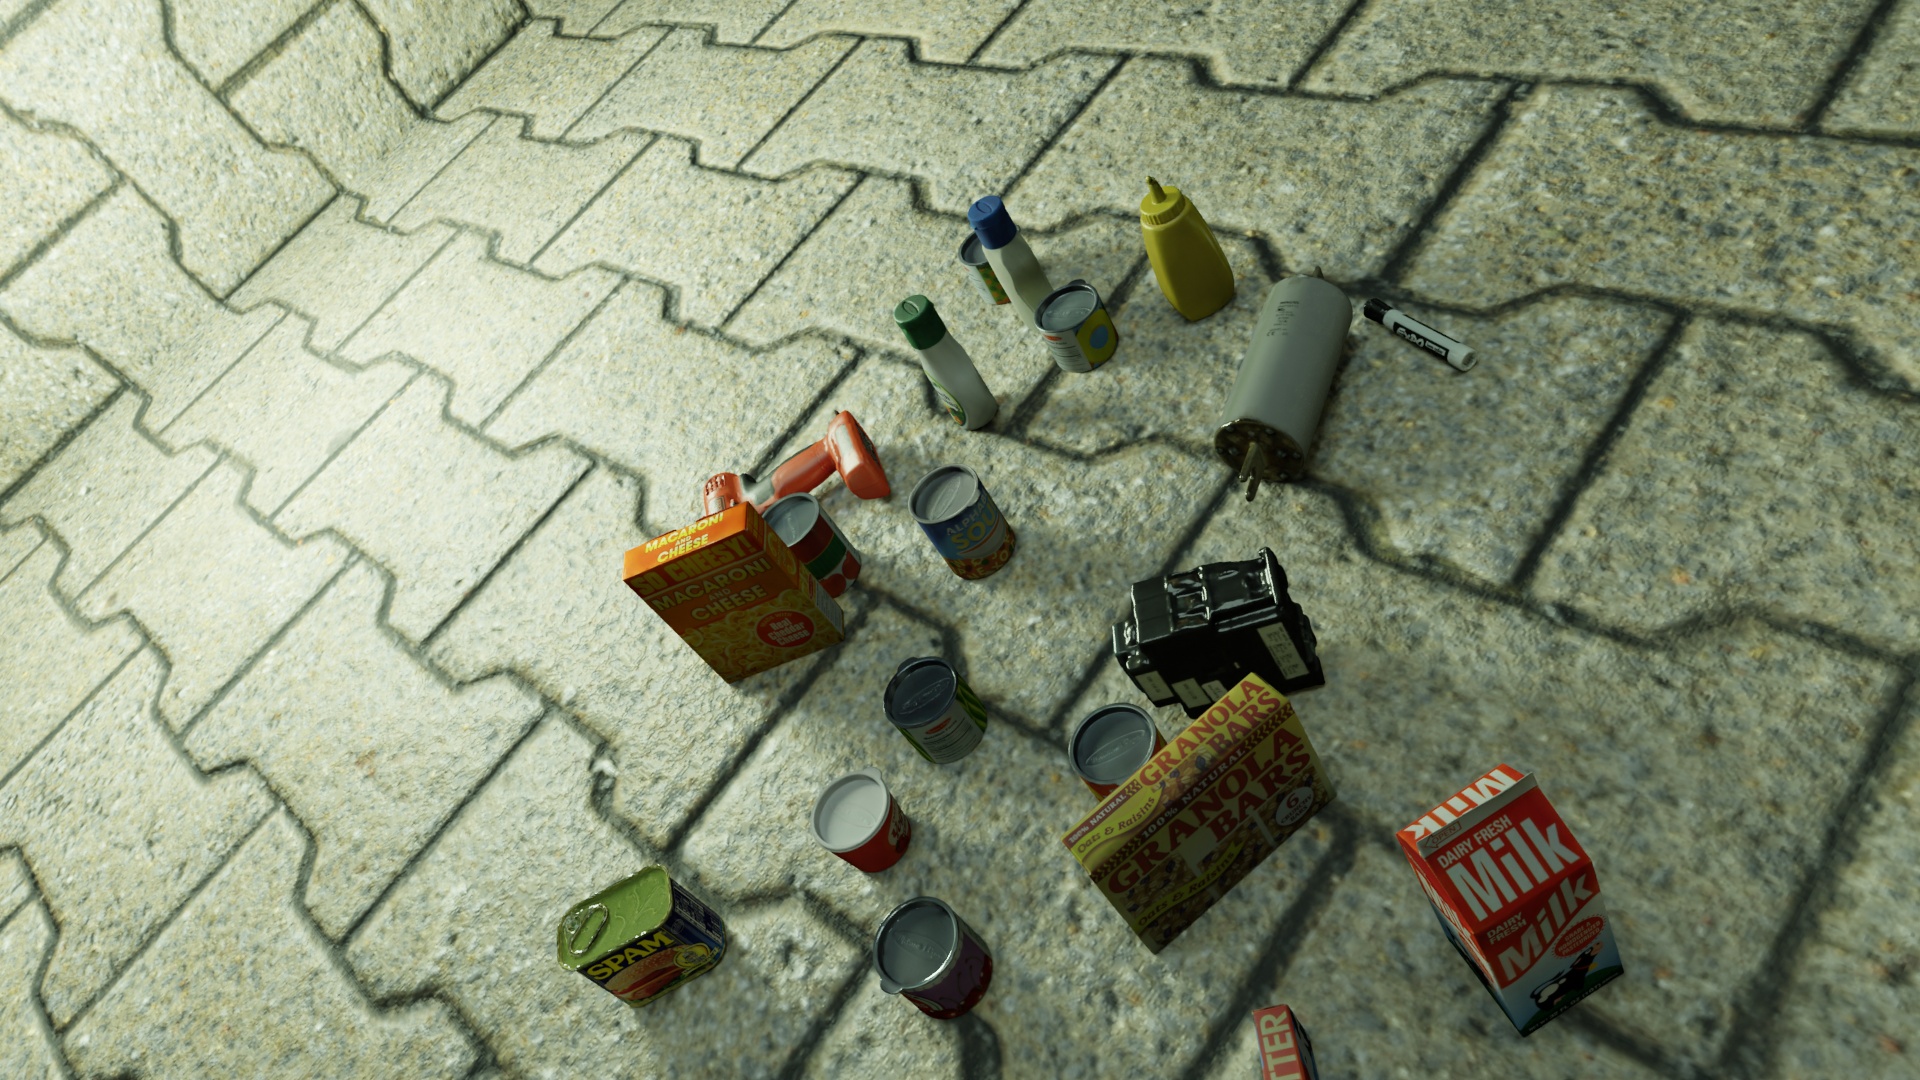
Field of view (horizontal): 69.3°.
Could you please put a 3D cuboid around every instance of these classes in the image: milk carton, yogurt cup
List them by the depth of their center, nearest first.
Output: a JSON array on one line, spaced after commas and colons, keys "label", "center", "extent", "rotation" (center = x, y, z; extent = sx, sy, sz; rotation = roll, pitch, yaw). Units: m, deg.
[{"label": "milk carton", "center": [0.299, 0.191, 0.760], "extent": [0.072, 0.190, 0.074], "rotation": [-33, 42, 2]}, {"label": "yogurt cup", "center": [-0.074, 0.219, 1.067], "extent": [0.072, 0.053, 0.073], "rotation": [-17, 45, 18]}]

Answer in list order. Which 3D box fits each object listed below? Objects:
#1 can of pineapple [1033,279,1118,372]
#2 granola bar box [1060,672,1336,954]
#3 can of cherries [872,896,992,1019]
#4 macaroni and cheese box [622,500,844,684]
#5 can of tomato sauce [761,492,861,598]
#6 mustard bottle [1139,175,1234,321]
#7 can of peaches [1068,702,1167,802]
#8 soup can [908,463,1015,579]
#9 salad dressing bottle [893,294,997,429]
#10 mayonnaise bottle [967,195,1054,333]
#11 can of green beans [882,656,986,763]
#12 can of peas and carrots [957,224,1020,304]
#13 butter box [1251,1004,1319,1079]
[{"label": "can of pineapple", "center": [0.112, -0.204, 1.329], "extent": [0.071, 0.057, 0.071], "rotation": [-17, 45, 18]}, {"label": "granola bar box", "center": [0.158, 0.179, 0.907], "extent": [0.166, 0.123, 0.039], "rotation": [-40, 43, -5]}, {"label": "can of cherries", "center": [-0.020, 0.292, 0.964], "extent": [0.071, 0.058, 0.072], "rotation": [-17, 45, 18]}, {"label": "macaroni and cheese box", "center": [-0.195, 0.048, 1.213], "extent": [0.123, 0.166, 0.040], "rotation": [-22, 44, 14]}, {"label": "can of tomato sauce", "center": [-0.140, 0.008, 1.276], "extent": [0.071, 0.082, 0.071], "rotation": [-17, 45, 18]}, {"label": "mustard bottle", "center": [0.199, -0.273, 1.261], "extent": [0.065, 0.159, 0.049], "rotation": [-31, 43, 5]}, {"label": "can of peaches", "center": [0.119, 0.161, 0.996], "extent": [0.071, 0.058, 0.071], "rotation": [-17, 45, 18]}, {"label": "soup can", "center": [0.004, -0.015, 1.206], "extent": [0.071, 0.083, 0.072], "rotation": [-17, 45, 18]}, {"label": "salad dressing bottle", "center": [-0.014, -0.168, 1.308], "extent": [0.044, 0.147, 0.064], "rotation": [-38, 43, -3]}, {"label": "mayonnaise bottle", "center": [0.054, -0.270, 1.357], "extent": [0.041, 0.147, 0.065], "rotation": [-38, 43, -3]}, {"label": "can of green beans", "center": [-0.019, 0.135, 1.105], "extent": [0.071, 0.057, 0.071], "rotation": [-17, 45, 18]}, {"label": "can of peas and carrots", "center": [0.041, -0.291, 1.450], "extent": [0.071, 0.058, 0.071], "rotation": [-17, 45, 18]}, {"label": "butter box", "center": [0.195, 0.328, 0.803], "extent": [0.024, 0.053, 0.104], "rotation": [-19, 45, 17]}]
